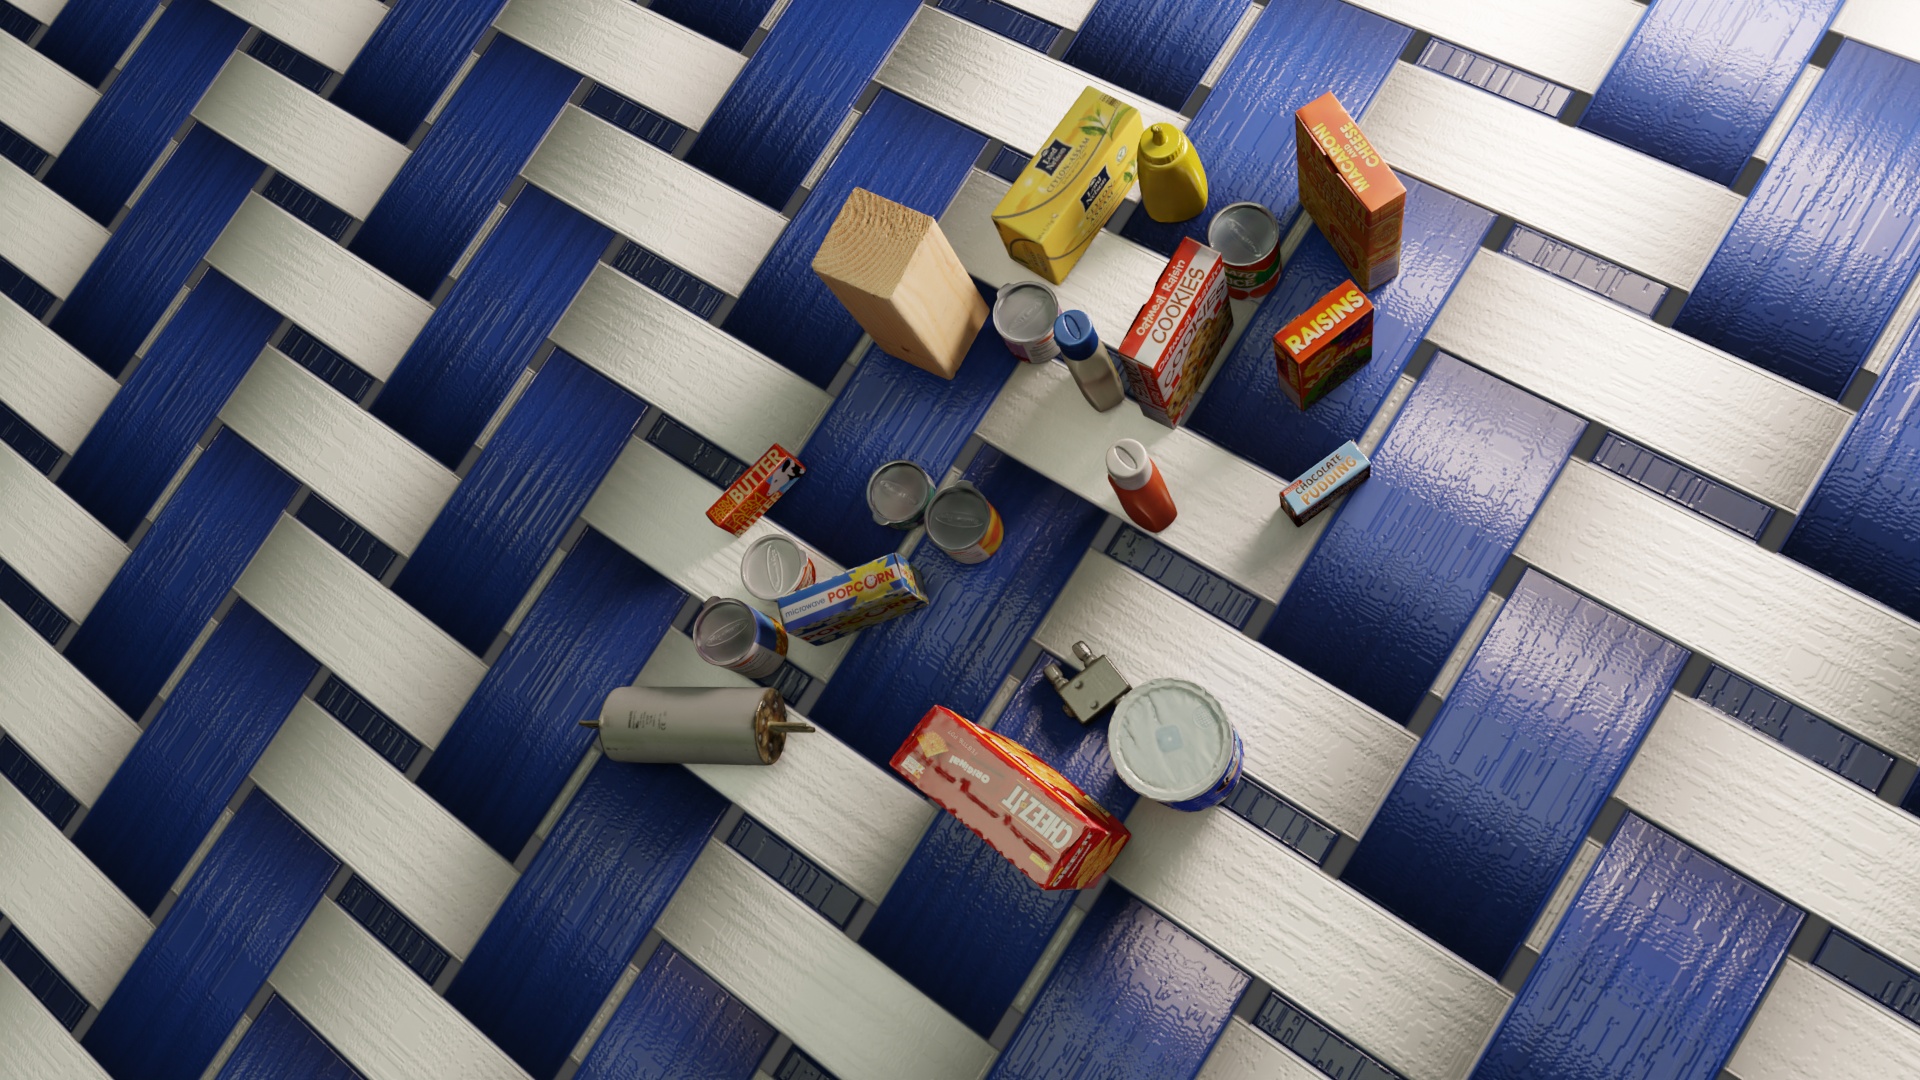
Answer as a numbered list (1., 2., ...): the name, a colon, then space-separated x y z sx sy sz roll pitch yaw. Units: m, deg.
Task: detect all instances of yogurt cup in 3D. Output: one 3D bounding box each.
1. yogurt cup: -0.179 0.032 1.389 0.072 0.054 0.072 -4 74 14

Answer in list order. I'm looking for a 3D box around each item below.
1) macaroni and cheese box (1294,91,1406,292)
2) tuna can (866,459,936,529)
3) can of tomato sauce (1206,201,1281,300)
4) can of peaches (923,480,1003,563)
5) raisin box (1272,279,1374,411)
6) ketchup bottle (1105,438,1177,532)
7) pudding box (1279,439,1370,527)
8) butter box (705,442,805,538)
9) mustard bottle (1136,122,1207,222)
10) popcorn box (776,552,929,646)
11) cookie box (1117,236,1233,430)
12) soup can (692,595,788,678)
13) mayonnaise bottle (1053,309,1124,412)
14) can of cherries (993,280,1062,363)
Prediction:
1. macaroni and cheese box: 0.357 -0.316 1.278 0.040 0.166 0.124 -31 70 6
2. tuna can: -0.060 -0.043 1.389 0.071 0.033 0.071 -4 74 14
3. can of tomato sauce: 0.273 -0.275 1.335 0.071 0.083 0.071 -4 75 14
4. can of peaches: 0.005 -0.017 1.350 0.071 0.058 0.071 -4 74 14
5. raisin box: 0.333 -0.177 1.270 0.086 0.123 0.040 -37 69 3
6. ketchup bottle: 0.161 -0.052 1.269 0.043 0.148 0.065 -42 69 2
7. pudding box: 0.334 -0.052 1.274 0.083 0.049 0.030 -36 69 4
8. butter box: -0.209 -0.050 1.420 0.103 0.053 0.024 -45 69 0
9. mustard bottle: 0.200 -0.361 1.337 0.065 0.160 0.049 -10 73 13
10. popcorn box: -0.103 0.059 1.344 0.126 0.085 0.038 -21 71 9
11. cookie box: 0.201 -0.188 1.285 0.040 0.167 0.123 28 84 20
12. soup can: -0.216 0.095 1.366 0.071 0.083 0.071 -4 75 14
13. mayonnaise bottle: 0.120 -0.173 1.314 0.041 0.148 0.065 -28 70 7
14. can of cherries: 0.070 -0.219 1.388 0.071 0.058 0.071 -4 74 14
